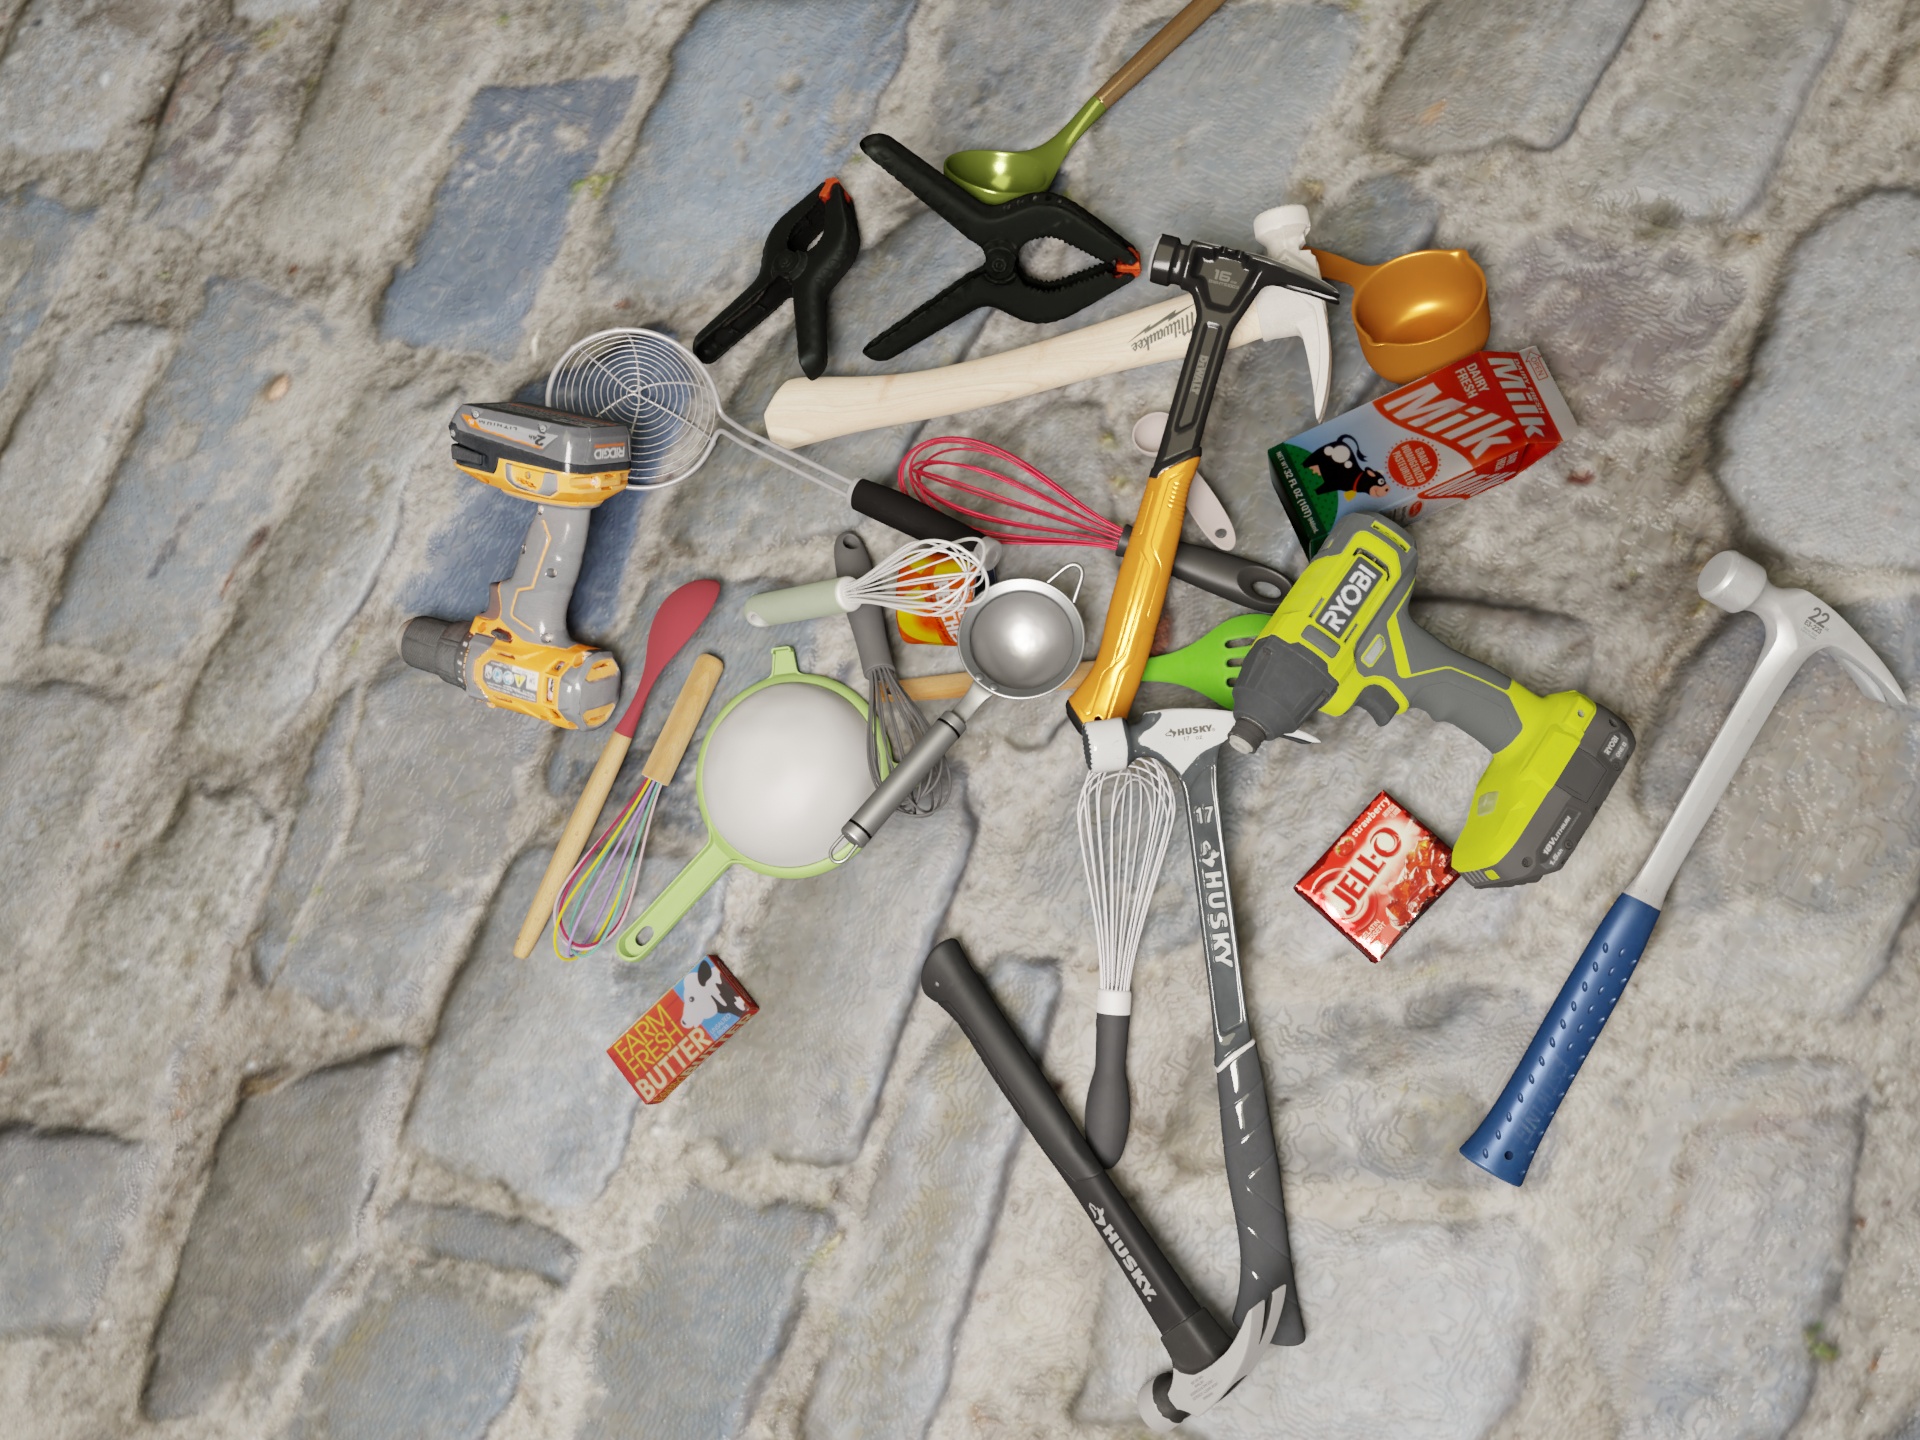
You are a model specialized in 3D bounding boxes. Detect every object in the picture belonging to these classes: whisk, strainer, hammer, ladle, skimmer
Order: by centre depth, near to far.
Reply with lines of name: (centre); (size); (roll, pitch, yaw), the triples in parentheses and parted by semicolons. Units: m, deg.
hammer: (0.433, 0.106, 0.986); (0.144, 0.035, 0.405); (28, 93, -7)
hammer: (0.178, 0.192, 1.016); (0.149, 0.036, 0.409); (-8, 88, -4)
hammer: (0.076, 0.283, 1.030); (0.335, 0.035, 0.146); (54, 134, 22)
strainer: (-0.002, -0.003, 1.055); (0.087, 0.050, 0.258); (37, 74, 14)
hammer: (0.145, -0.146, 1.061); (0.127, 0.034, 0.337); (17, 96, 11)
whisk: (0.104, 0.155, 1.063); (0.070, 0.070, 0.284); (3, 86, 14)
whisk: (-0.071, -0.089, 1.096); (0.246, 0.057, 0.059); (-5, 49, 46)
whisk: (0.094, -0.132, 1.114); (0.296, 0.073, 0.073); (20, 86, 9)
whisk: (-0.054, -0.036, 1.121); (0.055, 0.055, 0.239); (-21, 63, 9)
strainer: (-0.163, 0.074, 1.130); (0.151, 0.069, 0.256); (43, 91, 16)
hammer: (0.054, -0.242, 1.133); (0.410, 0.038, 0.146); (-10, 88, 18)
skimmer: (-0.139, -0.177, 1.133); (0.363, 0.090, 0.127); (28, 124, 26)
whisk: (-0.234, 0.063, 1.159); (0.051, 0.047, 0.245); (11, 74, 57)
ladle: (0.117, -0.480, 1.167); (0.320, 0.062, 0.078); (-43, 55, 0)
ladle: (-0.260, 0.034, 1.176); (0.031, 0.069, 0.315); (25, 92, -25)

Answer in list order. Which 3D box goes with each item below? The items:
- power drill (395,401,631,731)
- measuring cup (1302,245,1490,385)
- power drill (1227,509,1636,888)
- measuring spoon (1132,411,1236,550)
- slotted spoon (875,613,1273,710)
power drill: (-0.334, -0.118, 1.174); (0.185, 0.084, 0.226); (15, 107, 21)
measuring cup: (0.287, -0.287, 1.101); (0.095, 0.052, 0.174); (-46, 48, -9)
power drill: (0.285, -0.001, 0.990); (0.223, 0.080, 0.171); (36, 76, 0)
measuring spoon: (0.159, -0.165, 1.112); (0.034, 0.018, 0.124); (-29, 66, 3)
slotted spoon: (0.089, -0.030, 1.111); (0.314, 0.031, 0.070); (-4, 83, 14)
